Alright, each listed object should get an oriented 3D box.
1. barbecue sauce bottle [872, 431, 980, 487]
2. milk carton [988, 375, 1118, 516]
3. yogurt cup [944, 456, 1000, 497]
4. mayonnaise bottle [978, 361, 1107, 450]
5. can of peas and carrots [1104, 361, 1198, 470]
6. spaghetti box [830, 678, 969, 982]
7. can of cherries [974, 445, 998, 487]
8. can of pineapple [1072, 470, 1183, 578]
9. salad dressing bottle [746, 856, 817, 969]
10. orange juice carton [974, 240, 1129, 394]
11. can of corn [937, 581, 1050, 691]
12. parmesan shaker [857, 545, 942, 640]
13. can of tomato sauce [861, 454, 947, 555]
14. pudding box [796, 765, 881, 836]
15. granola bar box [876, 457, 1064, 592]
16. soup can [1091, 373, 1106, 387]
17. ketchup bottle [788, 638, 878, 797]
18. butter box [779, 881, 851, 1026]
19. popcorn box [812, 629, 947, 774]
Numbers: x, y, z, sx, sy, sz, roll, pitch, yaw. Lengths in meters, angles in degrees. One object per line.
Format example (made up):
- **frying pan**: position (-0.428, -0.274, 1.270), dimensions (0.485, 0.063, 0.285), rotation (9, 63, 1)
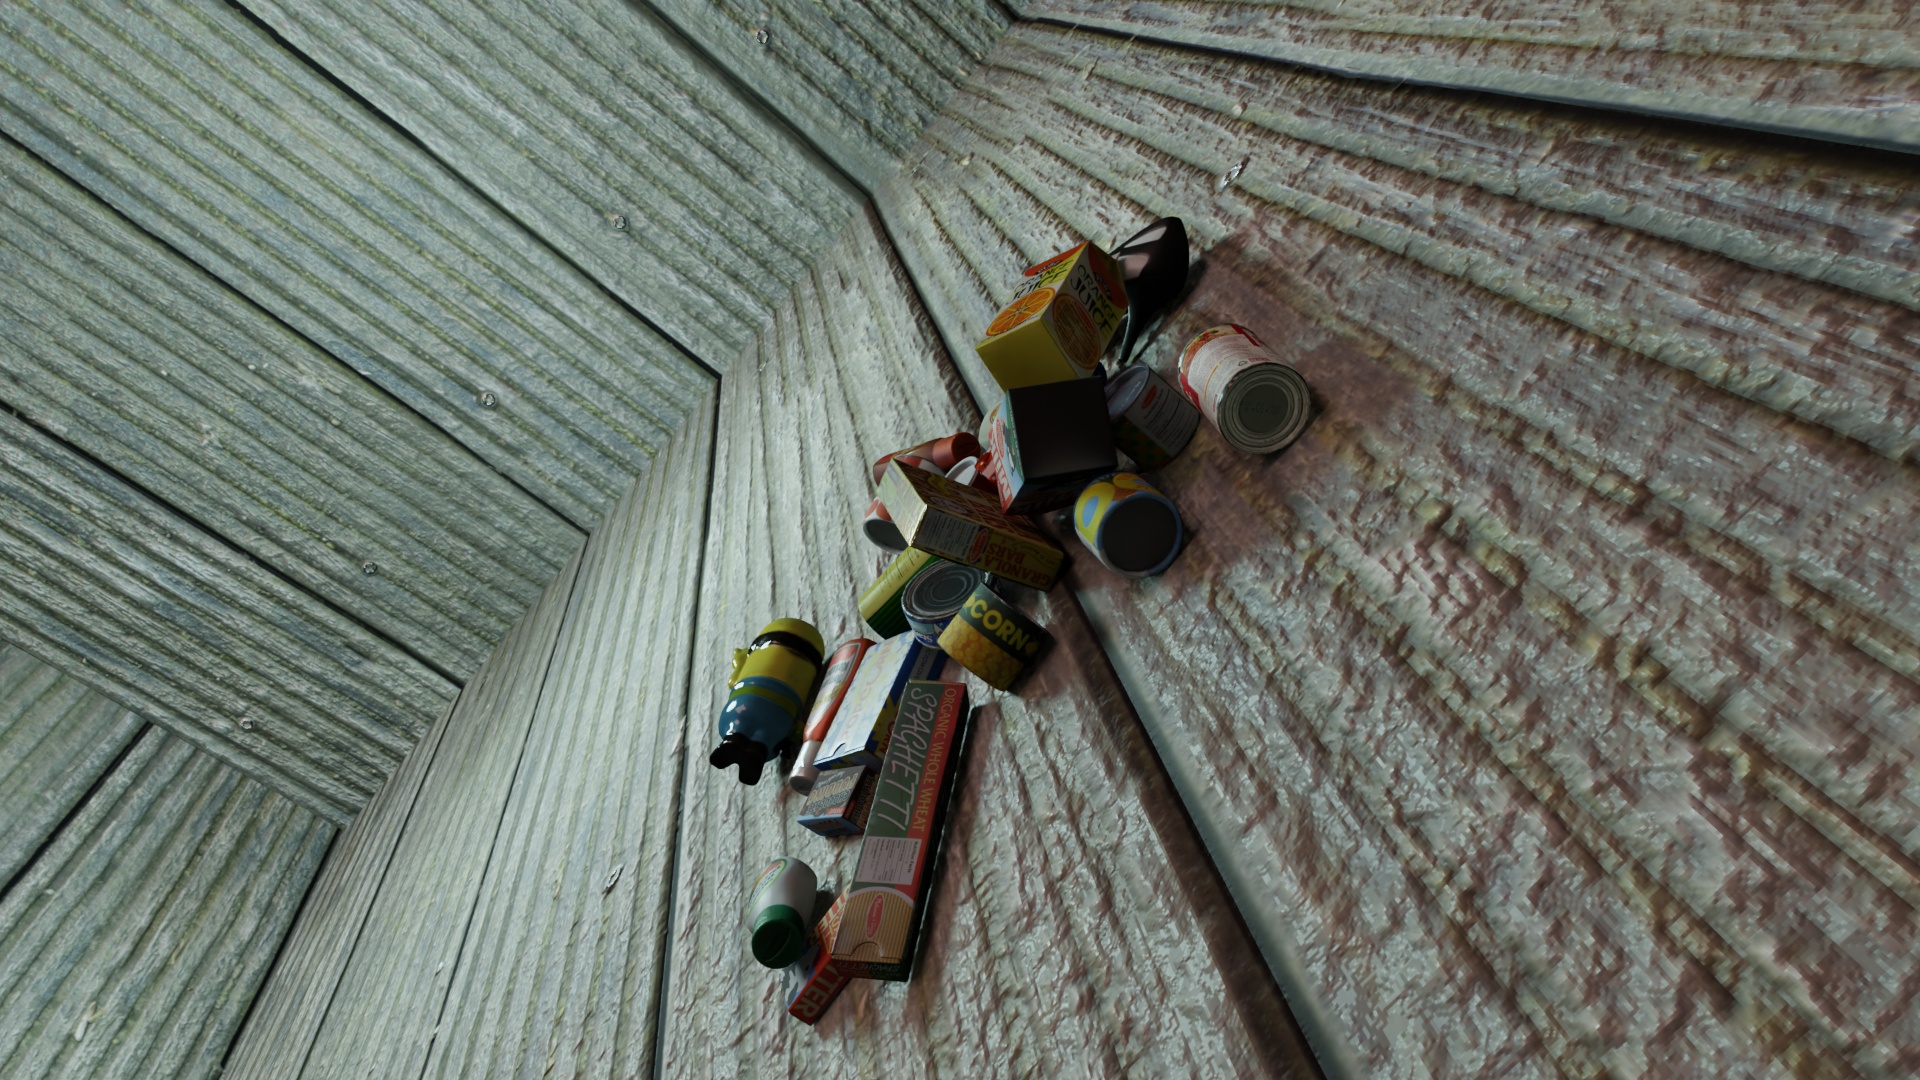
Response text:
- **barbecue sauce bottle**: position (-0.033, -0.084, 1.473), dimensions (0.065, 0.043, 0.148), rotation (-20, 4, -33)
- **milk carton**: position (0.068, -0.068, 1.103), dimensions (0.190, 0.073, 0.072), rotation (119, 141, -80)
- **yogurt cup**: position (0.012, -0.036, 1.294), dimensions (0.072, 0.054, 0.073), rotation (-44, 22, 22)
- **mayonnaise bottle**: position (0.079, -0.131, 1.329), dimensions (0.147, 0.041, 0.065), rotation (-30, 28, 48)
- **can of peas and carrots**: position (0.145, -0.098, 1.104), dimensions (0.070, 0.058, 0.071), rotation (-44, 21, 22)
- **spaghetti box**: position (-0.038, 0.201, 1.006), dimensions (0.050, 0.028, 0.251), rotation (1, 41, 12)
- **can of cherries**: position (0.053, -0.069, 1.237), dimensions (0.058, 0.071, 0.071), rotation (-51, 20, 5)
- **can of pineapple**: position (0.121, -0.013, 1.000), dimensions (0.071, 0.071, 0.058), rotation (-50, 21, 5)
- **salad dressing bottle**: position (-0.135, 0.280, 1.045), dimensions (0.064, 0.044, 0.147), rotation (-52, 6, -3)
- **orange juice carton**: position (0.088, -0.198, 1.214), dimensions (0.071, 0.073, 0.194), rotation (-21, 25, 35)
- **can of corn**: position (0.025, 0.074, 1.060), dimensions (0.058, 0.071, 0.071), rotation (-53, 20, 1)
- **parmesan shaker**: position (-0.035, 0.039, 1.254), dimensions (0.103, 0.071, 0.071), rotation (-46, 21, 18)
- **can of tomato sauce**: position (-0.057, -0.035, 1.424), dimensions (0.071, 0.071, 0.083), rotation (-24, 35, 53)
- **pudding box**: position (-0.096, 0.215, 1.140), dimensions (0.083, 0.030, 0.050), rotation (-21, 38, 55)
- **granola bar box**: position (0.004, -0.015, 1.168), dimensions (0.166, 0.124, 0.039), rotation (-127, 58, -69)
- **soup can**: position (0.103, -0.117, 1.223), dimensions (0.071, 0.071, 0.084), rotation (-49, 19, 10)
- **ketchup bottle**: position (-0.111, 0.160, 1.247), dimensions (0.064, 0.043, 0.149), rotation (-31, 29, 45)
- **butter box**: position (-0.089, 0.292, 1.002), dimensions (0.103, 0.024, 0.053), rotation (-52, 19, 1)
- **popcorn box**: position (-0.067, 0.141, 1.190), dimensions (0.085, 0.038, 0.127), rotation (-25, 33, 49)
